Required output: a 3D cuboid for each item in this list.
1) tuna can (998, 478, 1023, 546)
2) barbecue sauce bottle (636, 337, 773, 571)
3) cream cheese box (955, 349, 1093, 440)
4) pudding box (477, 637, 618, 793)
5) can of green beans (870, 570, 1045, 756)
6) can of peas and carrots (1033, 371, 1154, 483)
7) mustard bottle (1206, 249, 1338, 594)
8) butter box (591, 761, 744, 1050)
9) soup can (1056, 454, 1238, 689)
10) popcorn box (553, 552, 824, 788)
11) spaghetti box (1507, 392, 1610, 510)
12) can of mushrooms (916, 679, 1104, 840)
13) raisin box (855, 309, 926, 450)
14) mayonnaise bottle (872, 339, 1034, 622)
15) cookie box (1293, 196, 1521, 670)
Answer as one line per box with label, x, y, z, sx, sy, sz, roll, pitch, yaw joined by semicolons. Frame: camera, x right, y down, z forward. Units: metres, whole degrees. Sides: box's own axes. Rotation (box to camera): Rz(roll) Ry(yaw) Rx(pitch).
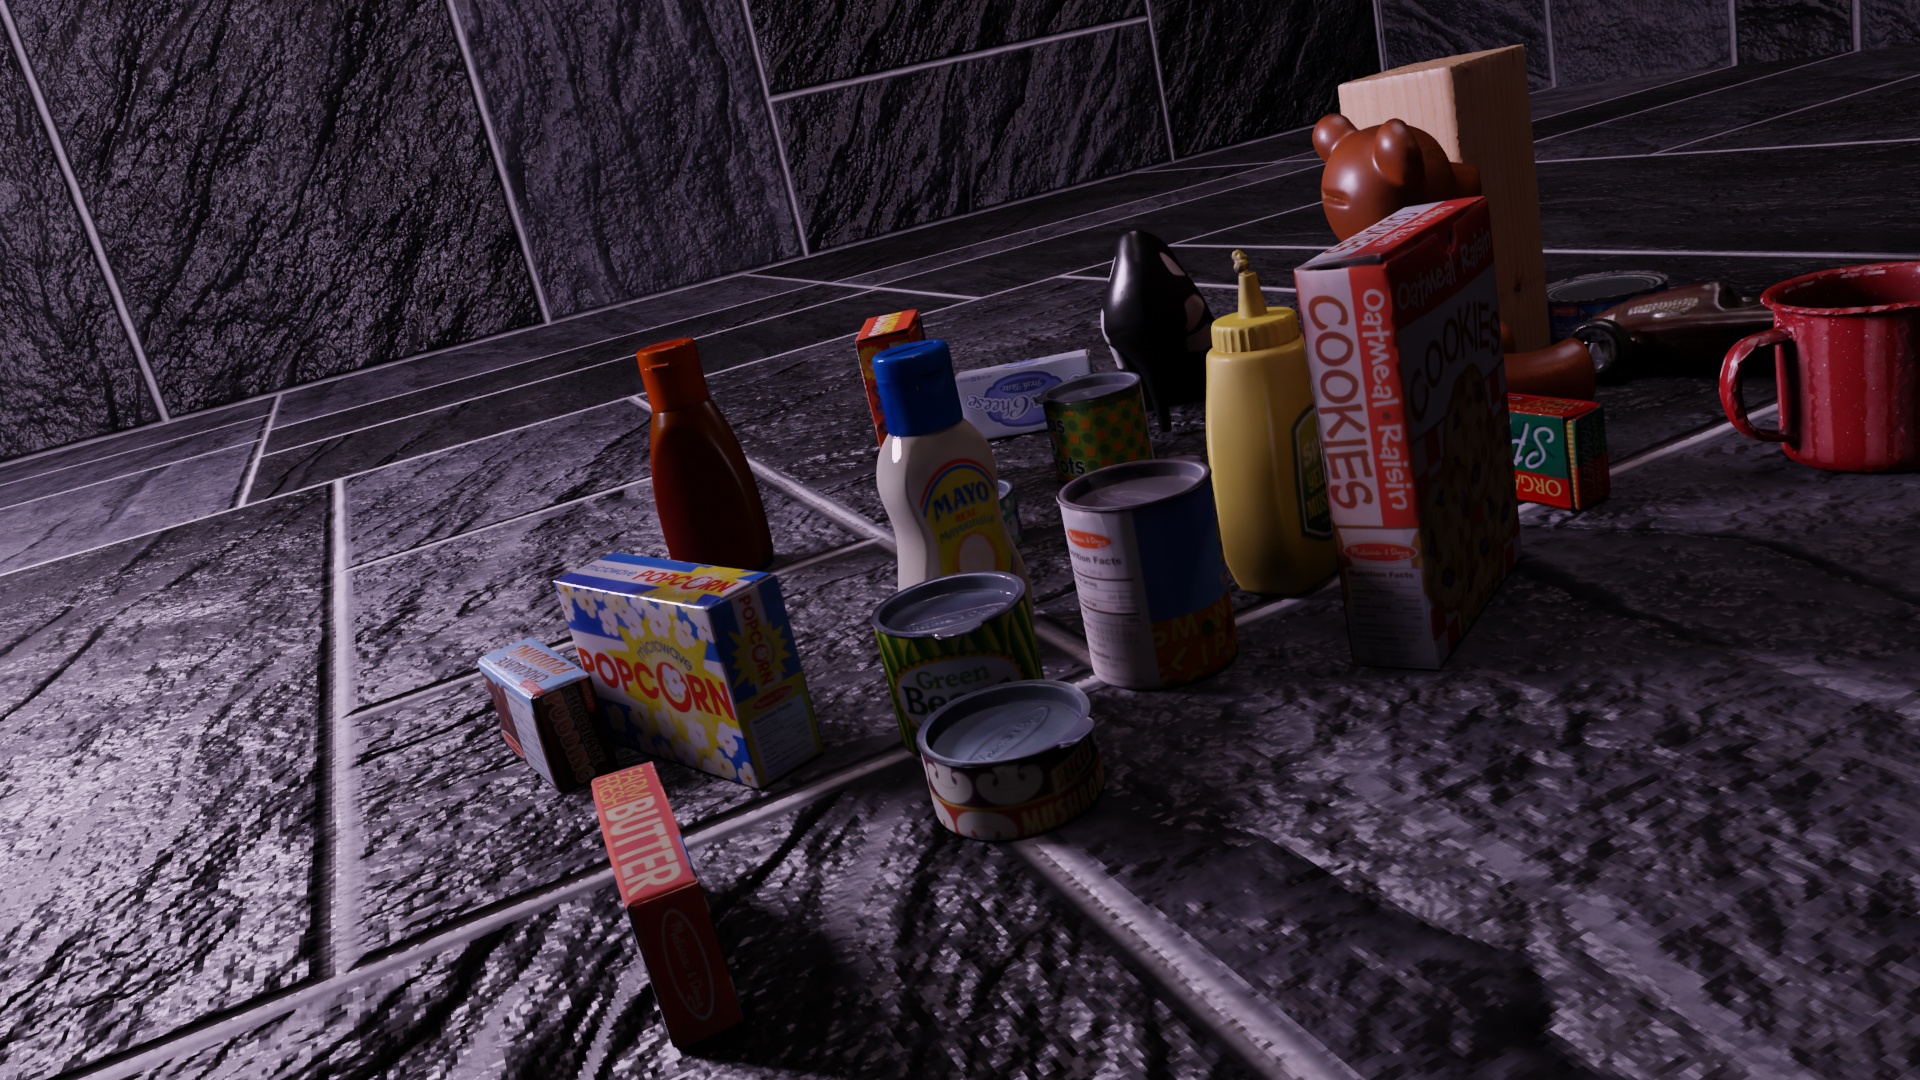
tuna can;0.003;-0.010;0.816;0.071;0.032;0.071;-12;17;4
barbecue sauce bottle;-0.164;-0.050;0.863;0.065;0.148;0.044;-10;17;10
cream cheese box;0.052;-0.109;1.055;0.104;0.053;0.024;-9;17;11
pudding box;-0.193;0.079;0.647;0.030;0.049;0.084;-23;20;-30
can of green beans;0.001;0.052;0.584;0.071;0.057;0.071;-12;17;4
can of peas and carrots;0.088;-0.073;0.909;0.071;0.058;0.071;-12;17;4
mustard bottle;0.144;-0.056;0.649;0.049;0.159;0.065;1;22;38
butter box;-0.099;0.117;0.461;0.024;0.053;0.103;-18;18;-16
soup can;0.084;0.013;0.604;0.071;0.083;0.071;-12;17;4
popcorn box;-0.123;0.054;0.617;0.126;0.085;0.038;5;25;45
spaghetti box;0.248;-0.062;0.776;0.029;0.050;0.250;-20;19;-23
can of mushrooms;0.021;0.081;0.518;0.071;0.033;0.071;-12;17;4
raisin box;-0.035;-0.086;0.926;0.040;0.123;0.086;-11;17;6
mayonnaise bottle;-0.008;-0.020;0.662;0.065;0.147;0.041;-21;19;-26
cookie box;0.192;-0.048;0.578;0.040;0.167;0.123;1;22;38
